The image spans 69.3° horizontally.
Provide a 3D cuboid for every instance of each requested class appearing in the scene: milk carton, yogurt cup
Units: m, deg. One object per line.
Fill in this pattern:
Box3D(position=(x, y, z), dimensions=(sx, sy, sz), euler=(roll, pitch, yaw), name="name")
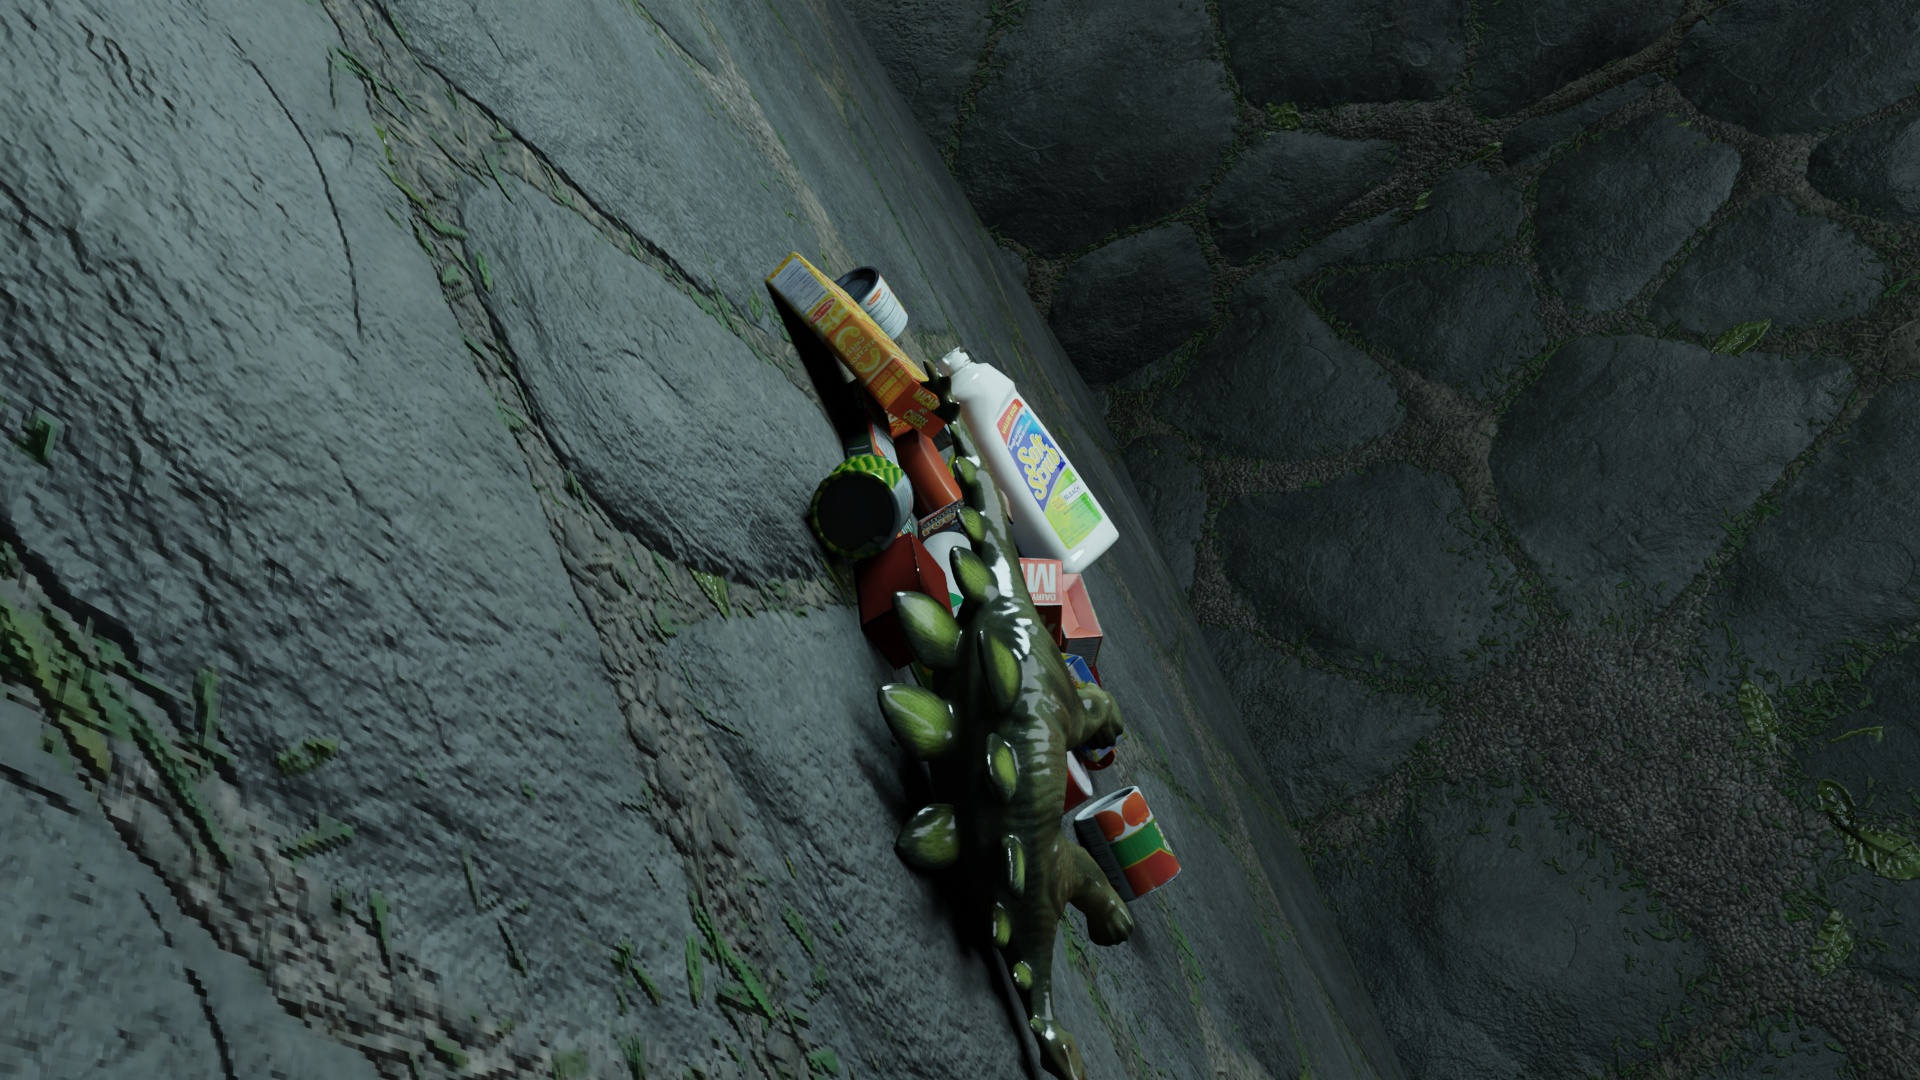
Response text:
Box3D(position=(0.051, 0.052, 1.197), dimensions=(0.190, 0.072, 0.073), euler=(22, 69, -88), name="milk carton")
Box3D(position=(0.072, 0.195, 1.130), dimensions=(0.072, 0.054, 0.073), euler=(58, 13, -21), name="yogurt cup")

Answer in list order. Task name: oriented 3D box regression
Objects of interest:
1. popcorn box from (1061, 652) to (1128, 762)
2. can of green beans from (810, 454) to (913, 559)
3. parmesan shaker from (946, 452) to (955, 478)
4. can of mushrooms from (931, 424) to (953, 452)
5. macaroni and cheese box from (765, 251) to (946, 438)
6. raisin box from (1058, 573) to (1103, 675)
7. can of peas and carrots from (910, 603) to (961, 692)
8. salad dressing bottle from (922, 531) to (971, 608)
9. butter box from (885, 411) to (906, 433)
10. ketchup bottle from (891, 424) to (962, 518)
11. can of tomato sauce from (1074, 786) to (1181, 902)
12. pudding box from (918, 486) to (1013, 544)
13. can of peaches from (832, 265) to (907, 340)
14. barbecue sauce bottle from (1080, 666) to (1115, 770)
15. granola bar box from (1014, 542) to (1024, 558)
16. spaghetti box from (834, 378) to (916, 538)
Box3D(position=(0.077, 0.136, 1.185), dimensions=(0.085, 0.038, 0.126), euler=(59, -22, -16), name="popcorn box")
Box3D(position=(-0.070, -0.024, 0.995), dimensions=(0.071, 0.071, 0.058), euler=(60, 12, -9), name="can of green beans")
Box3D(position=(0.028, -0.063, 1.512), dimensions=(0.071, 0.071, 0.103), euler=(66, 9, 18), name="parmesan shaker")
Box3D(position=(-0.032, -0.128, 1.483), dimensions=(0.071, 0.033, 0.071), euler=(57, 13, -20), name="can of mushrooms")
Box3D(position=(-0.084, -0.171, 1.225), dimensions=(0.167, 0.040, 0.123), euler=(47, 7, 18), name="macaroni and cheese box")
Box3D(position=(0.100, 0.105, 1.345), dimensions=(0.086, 0.040, 0.122), euler=(-107, -160, -45), name="raisin box")
Box3D(position=(-0.001, 0.088, 1.054), dimensions=(0.070, 0.058, 0.071), euler=(57, 13, -20), name="can of peas and carrots")
Box3D(position=(-0.011, 0.042, 1.154), dimensions=(0.148, 0.044, 0.064), euler=(-88, 159, -66), name="salad dressing bottle")
Box3D(position=(-0.063, -0.130, 1.376), dimensions=(0.103, 0.024, 0.053), euler=(65, 11, 16), name="butter box")
Box3D(position=(-0.019, -0.038, 1.302), dimensions=(0.148, 0.043, 0.065), euler=(59, 4, -13), name="ketchup bottle")
Box3D(position=(0.152, 0.273, 1.257), dimensions=(0.083, 0.071, 0.071), euler=(62, 11, 3), name="can of tomato sauce")
Box3D(position=(0.004, -0.016, 1.252), dimensions=(0.030, 0.083, 0.050), euler=(57, 12, -23), name="pudding box")
Box3D(position=(-0.095, -0.226, 1.361), dimensions=(0.058, 0.071, 0.071), euler=(53, 14, -37), name="can of peaches")
Box3D(position=(0.131, 0.177, 1.455), dimensions=(0.064, 0.043, 0.149), euler=(55, 14, -32), name="barbecue sauce bottle")
Box3D(position=(0.082, 0.000, 1.517), dimensions=(0.165, 0.039, 0.124), euler=(26, 71, -71), name="granola bar box")
Box3D(position=(-0.068, -0.045, 1.145), dimensions=(0.050, 0.028, 0.251), euler=(52, 15, -39), name="spaghetti box")
